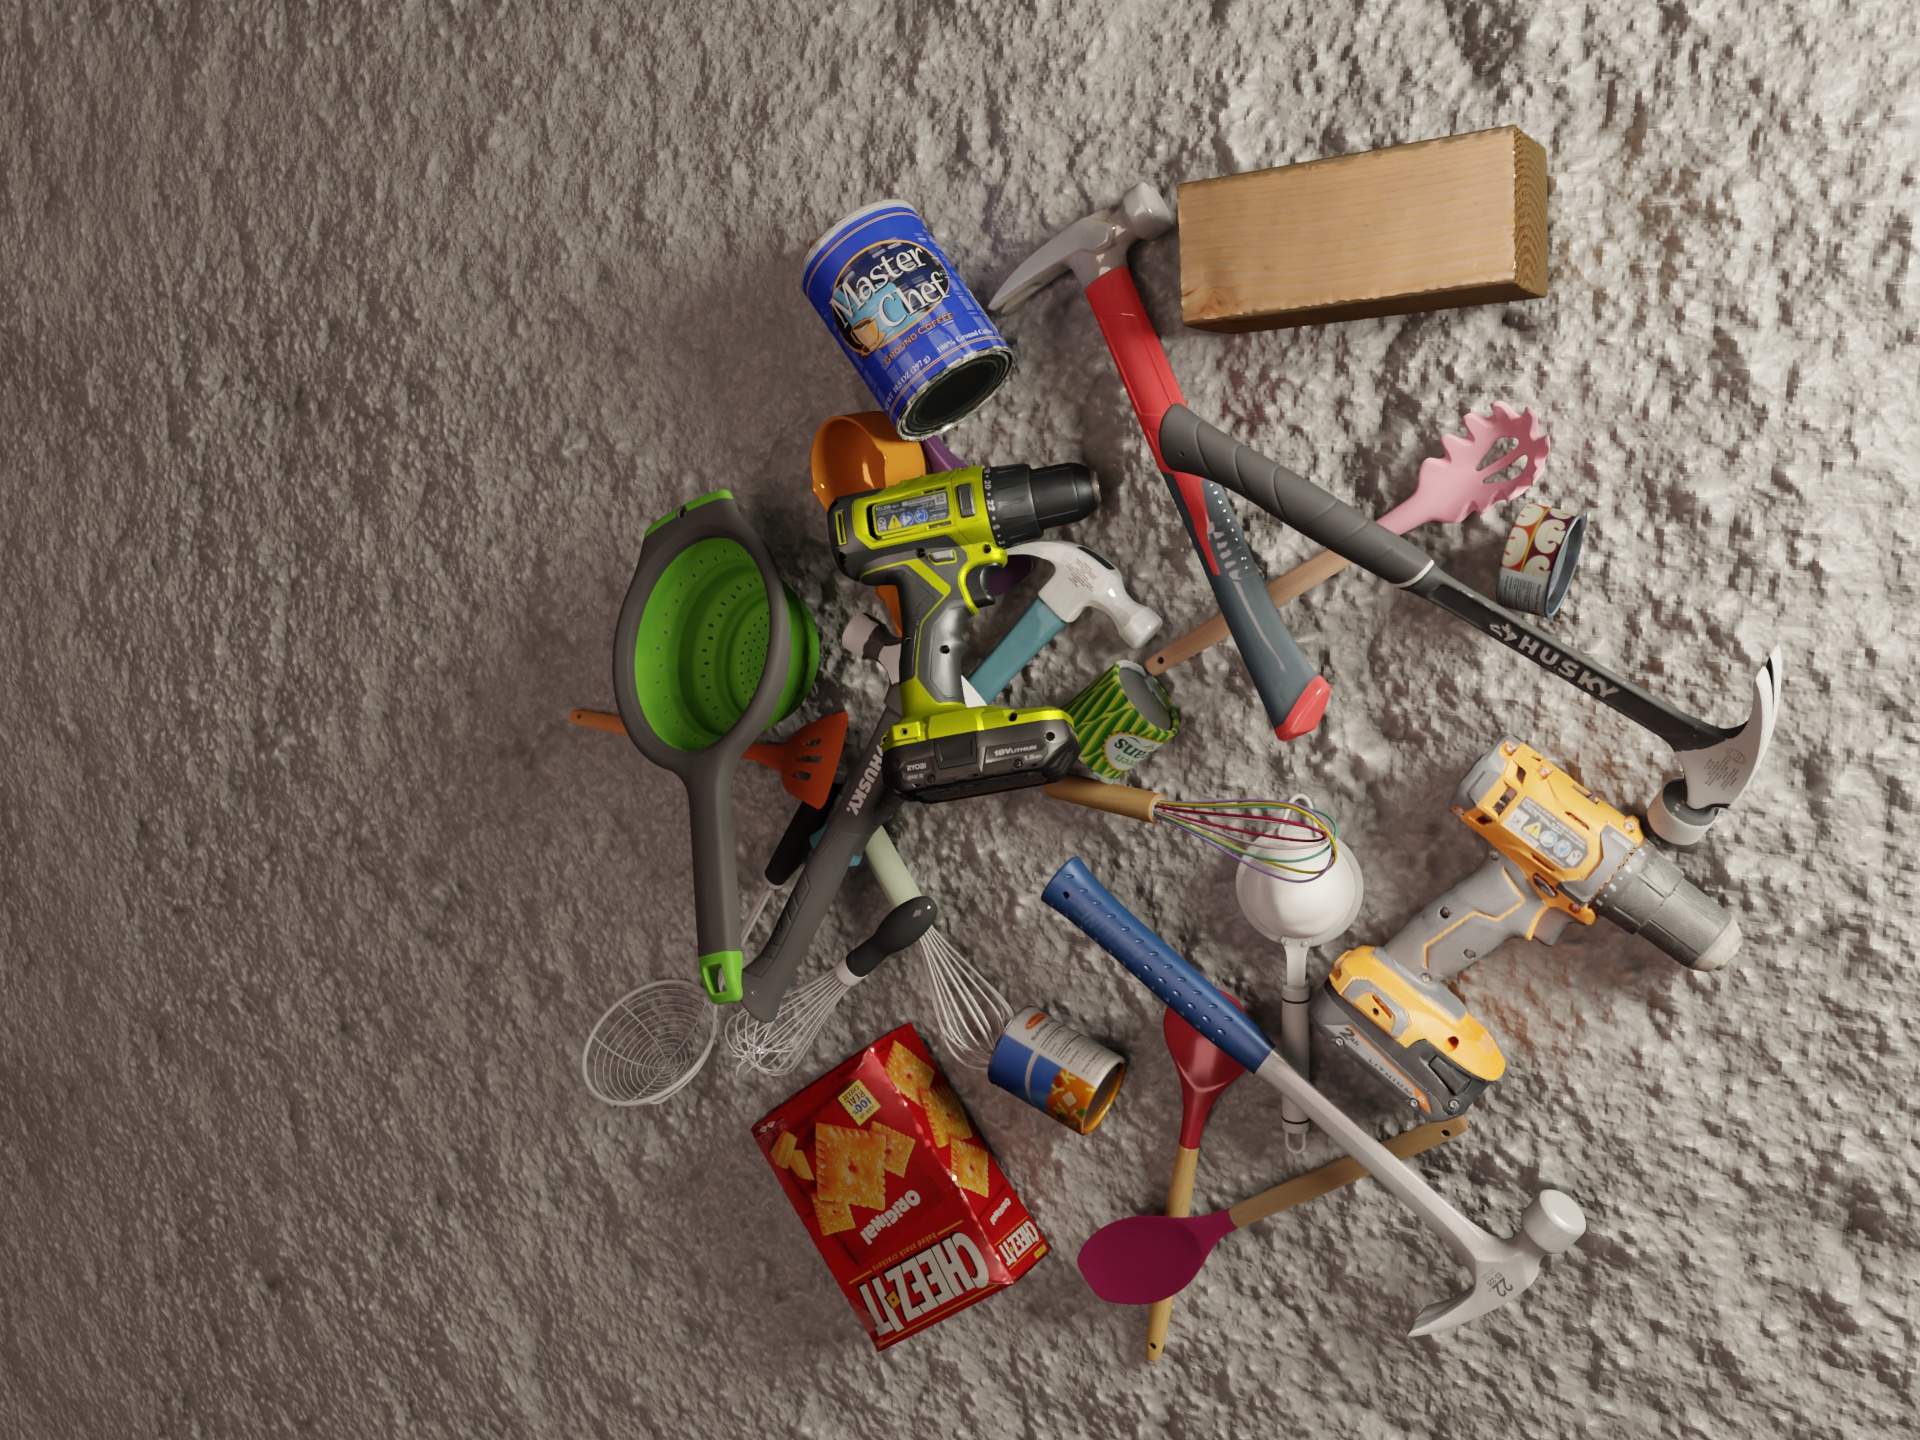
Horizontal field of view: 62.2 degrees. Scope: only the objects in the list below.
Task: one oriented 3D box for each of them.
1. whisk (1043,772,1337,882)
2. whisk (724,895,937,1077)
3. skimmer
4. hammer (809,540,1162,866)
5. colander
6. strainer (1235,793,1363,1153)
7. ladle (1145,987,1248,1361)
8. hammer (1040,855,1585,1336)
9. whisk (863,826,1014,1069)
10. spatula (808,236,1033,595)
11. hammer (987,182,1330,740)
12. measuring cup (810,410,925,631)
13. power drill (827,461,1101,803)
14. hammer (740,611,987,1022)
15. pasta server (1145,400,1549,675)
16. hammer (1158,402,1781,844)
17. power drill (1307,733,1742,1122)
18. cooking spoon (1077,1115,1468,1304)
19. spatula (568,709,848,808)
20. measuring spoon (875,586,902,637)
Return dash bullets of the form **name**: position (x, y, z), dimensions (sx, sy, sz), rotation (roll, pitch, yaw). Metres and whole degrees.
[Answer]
- **whisk**: position (0.156, 0.062, 1.112), dimensions (0.245, 0.047, 0.051), rotation (12, 65, 42)
- **whisk**: position (-0.105, 0.216, 1.280), dimensions (0.284, 0.070, 0.070), rotation (-43, 75, 37)
- **skimmer**: position (-0.209, 0.177, 1.343), dimensions (0.363, 0.090, 0.127), rotation (-60, 36, 22)
- **hammer**: position (-0.002, -0.004, 1.200), dimensions (0.128, 0.033, 0.331), rotation (48, 113, 12)
- **colander**: position (-0.172, 0.023, 1.251), dimensions (0.204, 0.094, 0.397), rotation (-19, 70, 38)
- **strainer**: position (0.234, 0.182, 1.103), dimensions (0.087, 0.050, 0.258), rotation (1, 102, 17)
- **ladle**: position (0.166, 0.338, 1.176), dimensions (0.069, 0.031, 0.315), rotation (14, 107, 25)
- **hammer**: position (0.213, 0.244, 1.087), dimensions (0.406, 0.035, 0.144), rotation (41, 120, 18)
- **whisk**: position (-0.029, 0.166, 1.261), dimensions (0.058, 0.059, 0.246), rotation (-29, 75, -5)
- **spatula**: position (-0.039, -0.236, 1.216), dimensions (0.060, 0.018, 0.316), rotation (-33, 81, 30)
- **hammer**: position (0.143, -0.162, 1.084), dimensions (0.143, 0.038, 0.386), rotation (-28, 77, 33)
- **measuring cup**: position (-0.053, -0.152, 1.214), dimensions (0.095, 0.052, 0.173), rotation (-15, 97, 50)
- **power drill**: position (0.015, -0.068, 1.108), dimensions (0.190, 0.080, 0.229), rotation (-10, 78, 11)
- **hammer**: position (-0.088, 0.095, 1.218), dimensions (0.146, 0.035, 0.334), rotation (34, 110, 17)
- **pasta server**: position (0.245, -0.108, 1.050), dimensions (0.316, 0.040, 0.060), rotation (-32, 74, 32)
- **hammer**: position (0.291, -0.081, 0.960), dimensions (0.409, 0.036, 0.149), rotation (35, 149, 18)
- **power drill**: position (0.352, 0.148, 1.004), dimensions (0.185, 0.084, 0.226), rotation (39, 111, 19)
- **cooking spoon**: position (0.217, 0.346, 1.134), dimensions (0.319, 0.017, 0.069), rotation (-33, 90, 26)
- **spatula**: position (-0.221, 0.015, 1.354), dimensions (0.323, 0.041, 0.081), rotation (9, 79, 32)
- **measuring spoon**: position (-0.040, -0.059, 1.247), dimensions (0.021, 0.011, 0.117), rotation (-28, 83, 32)
